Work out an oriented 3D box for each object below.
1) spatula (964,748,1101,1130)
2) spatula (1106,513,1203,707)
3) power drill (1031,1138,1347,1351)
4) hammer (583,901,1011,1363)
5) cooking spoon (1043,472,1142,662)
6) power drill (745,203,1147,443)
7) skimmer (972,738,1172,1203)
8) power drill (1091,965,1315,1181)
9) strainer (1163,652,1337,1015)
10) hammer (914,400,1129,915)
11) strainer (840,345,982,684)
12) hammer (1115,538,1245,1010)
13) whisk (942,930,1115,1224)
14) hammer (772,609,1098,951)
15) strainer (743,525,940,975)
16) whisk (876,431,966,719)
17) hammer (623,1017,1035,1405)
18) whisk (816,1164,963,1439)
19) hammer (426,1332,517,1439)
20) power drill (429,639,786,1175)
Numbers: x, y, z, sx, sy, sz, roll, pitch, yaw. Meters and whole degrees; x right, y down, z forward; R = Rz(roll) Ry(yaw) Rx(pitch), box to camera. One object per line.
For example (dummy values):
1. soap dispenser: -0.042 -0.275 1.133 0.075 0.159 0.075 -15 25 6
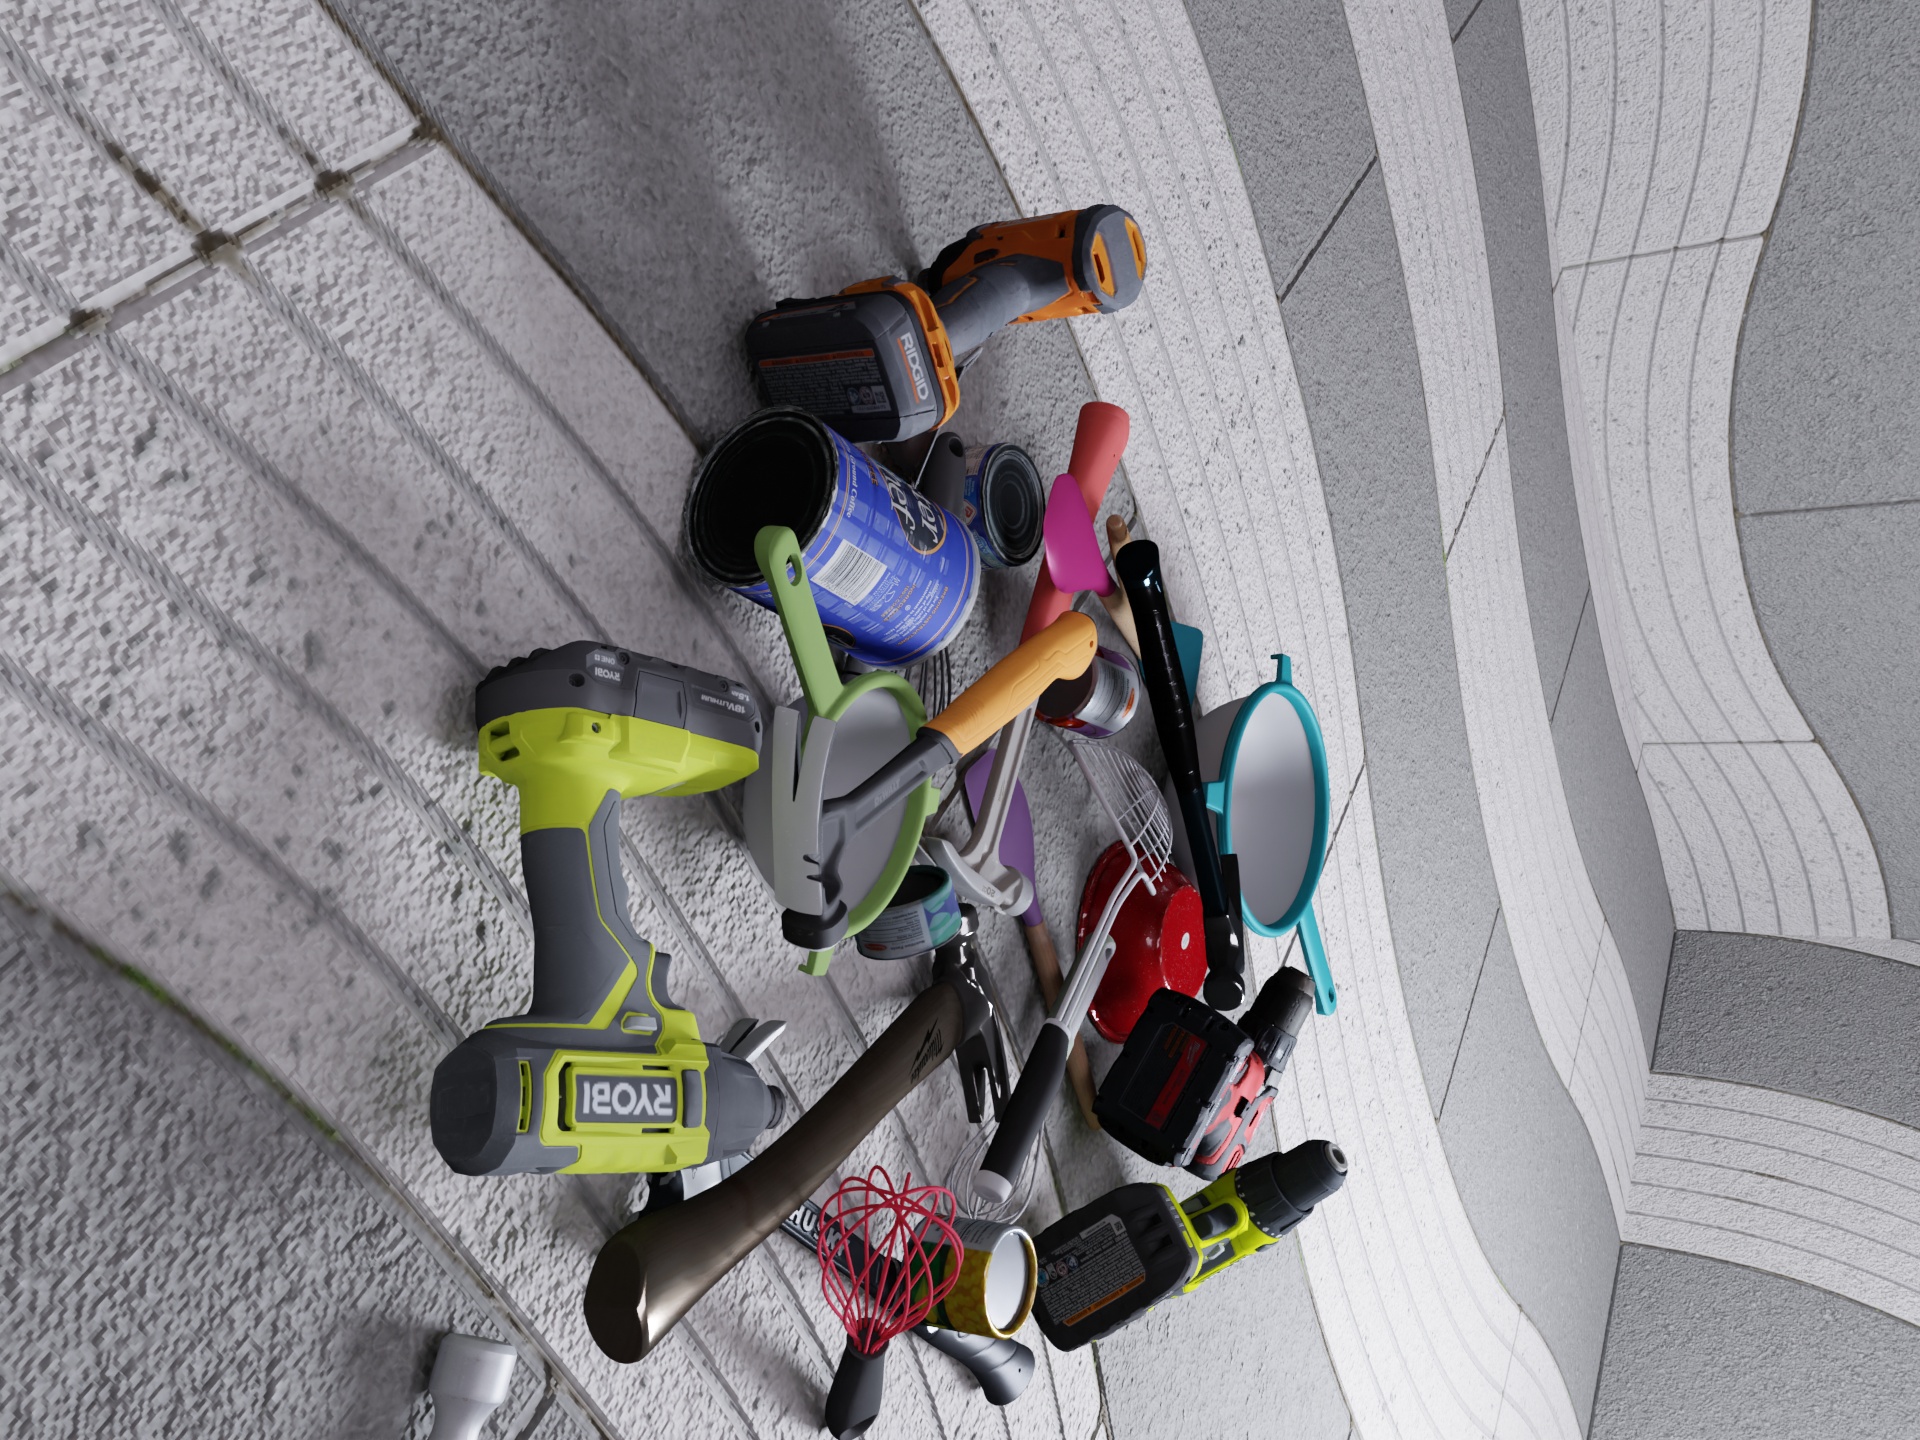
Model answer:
1. spatula: 0.060 0.164 1.140 0.060 0.018 0.315 -40 120 -45
2. spatula: 0.147 -0.086 1.217 0.317 0.044 0.082 54 47 -68
3. power drill: 0.166 0.371 1.153 0.228 0.190 0.080 6 49 -52
4. hammer: -0.066 0.227 0.856 0.410 0.038 0.146 -27 107 -65
5. cooking spoon: 0.109 -0.083 1.111 0.318 0.017 0.069 44 57 -63
6. power drill: -0.016 -0.238 0.940 0.226 0.164 0.084 -38 121 -37
7. skimmer: 0.063 0.160 1.080 0.127 0.090 0.363 59 43 -33
8. power drill: 0.203 0.266 1.240 0.188 0.080 0.226 -60 151 -3
9. strainer: 0.248 0.123 1.363 0.211 0.095 0.340 -52 132 -41
10. hammer: 0.050 -0.057 1.063 0.149 0.037 0.359 43 58 -57
11. strainer: -0.040 -0.123 0.981 0.087 0.050 0.258 134 -29 -74
12. hammer: 0.159 0.033 1.126 0.128 0.033 0.330 -68 145 -64
13. whisk: 0.055 0.242 1.087 0.246 0.059 0.057 -59 147 -36
14. hammer: -0.001 -0.003 0.902 0.337 0.034 0.127 -38 135 -53
15. strainer: -0.088 0.002 0.847 0.151 0.069 0.256 -55 145 -39
16. whisk: -0.023 -0.080 1.005 0.055 0.055 0.239 37 53 -50
17. hammer: -0.052 0.323 0.949 0.408 0.036 0.149 52 46 -43
18. whisk: -0.048 0.317 0.836 0.073 0.073 0.295 -56 164 -42
19. hammer: -0.131 0.412 0.822 0.405 0.035 0.144 37 58 -50
20. power drill: -0.149 0.090 0.722 0.171 0.080 0.223 17 64 -48
